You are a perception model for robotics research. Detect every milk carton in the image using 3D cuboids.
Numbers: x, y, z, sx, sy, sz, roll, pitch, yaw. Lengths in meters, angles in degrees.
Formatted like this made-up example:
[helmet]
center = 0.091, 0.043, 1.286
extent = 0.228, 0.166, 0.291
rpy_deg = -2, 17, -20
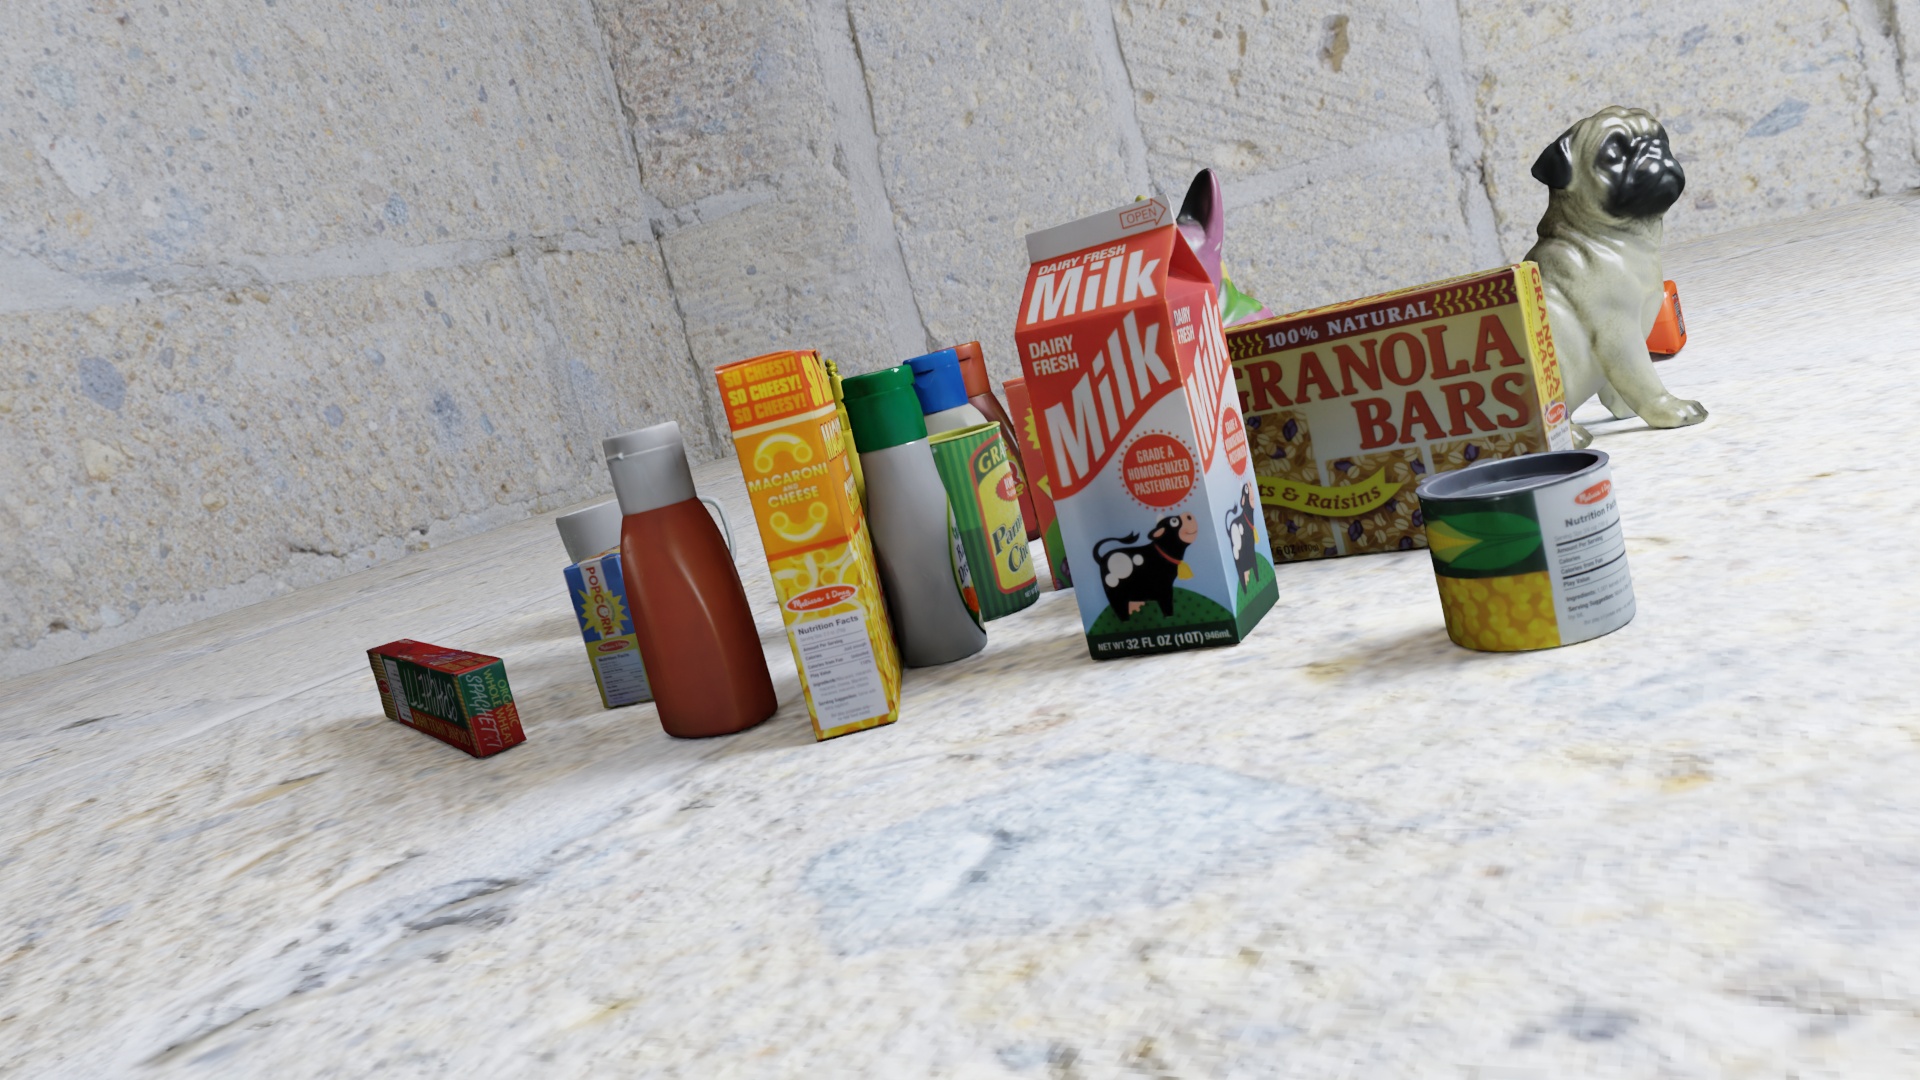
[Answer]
[milk carton]
center = 0.081, -0.050, 0.615
extent = 0.072, 0.190, 0.074
rpy_deg = -10, 9, 29

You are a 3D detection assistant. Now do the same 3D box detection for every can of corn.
[can of corn]
center = 0.204, 0.003, 0.506
extent = 0.071, 0.058, 0.071
rpy_deg = -14, 8, 2

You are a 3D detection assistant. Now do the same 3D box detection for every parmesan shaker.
[parmesan shaker]
center = 0.003, -0.010, 0.786
extent = 0.071, 0.103, 0.071
rpy_deg = -14, 8, 2

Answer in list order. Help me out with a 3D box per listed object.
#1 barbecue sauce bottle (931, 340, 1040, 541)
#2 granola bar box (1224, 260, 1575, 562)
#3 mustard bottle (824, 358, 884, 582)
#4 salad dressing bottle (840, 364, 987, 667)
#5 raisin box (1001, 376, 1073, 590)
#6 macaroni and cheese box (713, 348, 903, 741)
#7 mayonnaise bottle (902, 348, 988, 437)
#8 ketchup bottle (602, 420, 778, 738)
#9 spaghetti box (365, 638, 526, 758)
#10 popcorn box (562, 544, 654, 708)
[barbecue sauce bottle]
center = 0.014, -0.068, 1.000
extent = 0.065, 0.148, 0.044
rpy_deg = -15, 7, -1
[granola bar box]
center = 0.206, -0.058, 0.683
extent = 0.165, 0.124, 0.039
rpy_deg = -8, 10, 39
[mustard bottle]
center = -0.057, -0.030, 0.823
extent = 0.048, 0.160, 0.065
rpy_deg = -9, 9, 38
[salad dressing bottle]
center = -0.025, -0.013, 0.695
extent = 0.044, 0.147, 0.064
rpy_deg = -14, 8, 3
[raisin box]
center = 0.080, -0.042, 0.798
extent = 0.086, 0.123, 0.040
rpy_deg = -13, 8, 8
[macaroni and cheese box]
center = -0.065, -0.005, 0.647
extent = 0.040, 0.166, 0.124
rpy_deg = -14, 8, 1
[mayonnaise bottle]
center = -0.003, -0.050, 0.913
extent = 0.064, 0.148, 0.041
rpy_deg = -11, 8, 23
[ketchup bottle]
center = -0.134, 0.019, 0.665
extent = 0.064, 0.148, 0.044
rpy_deg = -8, 10, 39
[spaghetti box]
center = -0.315, 0.091, 0.837
extent = 0.029, 0.050, 0.250
rpy_deg = -19, 9, -32
[popcorn box]
center = -0.181, 0.040, 0.830
extent = 0.038, 0.085, 0.127
rpy_deg = -12, 8, 14
